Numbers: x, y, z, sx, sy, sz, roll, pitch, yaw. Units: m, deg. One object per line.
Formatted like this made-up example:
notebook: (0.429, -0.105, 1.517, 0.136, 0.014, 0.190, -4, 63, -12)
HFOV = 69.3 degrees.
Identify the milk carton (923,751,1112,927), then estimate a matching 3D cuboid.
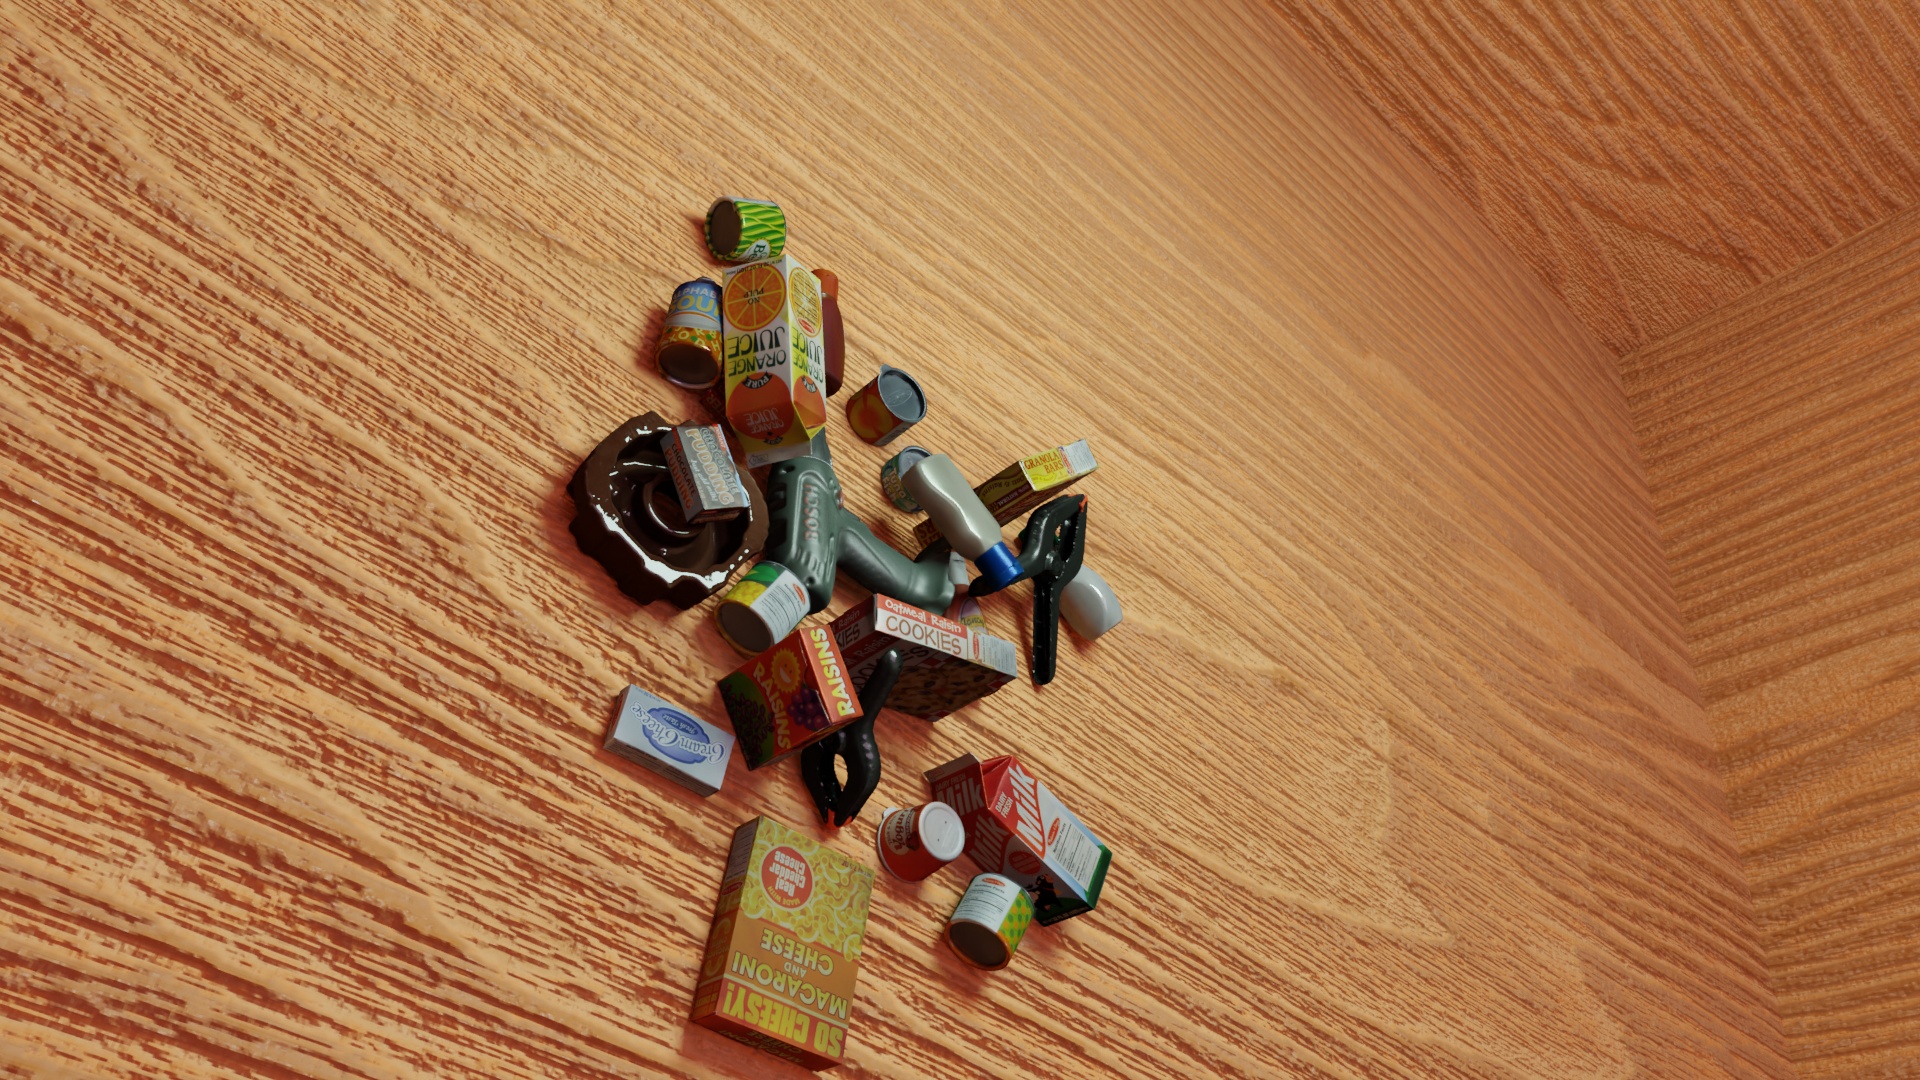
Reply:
milk carton: (0.051, 0.274, 1.322, 0.190, 0.072, 0.074, 46, 41, -15)

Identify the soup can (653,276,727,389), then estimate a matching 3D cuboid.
soup can: (-0.252, -0.198, 1.327, 0.071, 0.071, 0.084, 31, 46, -28)

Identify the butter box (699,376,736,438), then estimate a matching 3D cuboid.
butter box: (-0.210, -0.149, 1.374, 0.053, 0.024, 0.104, 49, 40, -12)

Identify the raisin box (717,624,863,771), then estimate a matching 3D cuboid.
raisin box: (-0.146, 0.133, 1.175, 0.040, 0.123, 0.086, -7, 70, -48)

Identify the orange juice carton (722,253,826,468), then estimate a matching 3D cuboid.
orange juice carton: (-0.175, -0.166, 1.319, 0.073, 0.072, 0.193, 30, 54, -65)

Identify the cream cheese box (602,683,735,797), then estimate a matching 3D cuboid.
cream cheese box: (-0.238, 0.165, 1.138, 0.103, 0.024, 0.054, 33, 47, -26)

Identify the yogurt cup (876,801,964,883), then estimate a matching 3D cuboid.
yogurt cup: (-0.033, 0.269, 1.253, 0.072, 0.053, 0.073, 25, 50, -33)

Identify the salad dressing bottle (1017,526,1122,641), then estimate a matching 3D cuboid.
salad dressing bottle: (0.122, 0.042, 1.559, 0.044, 0.064, 0.148, -26, 77, -49)

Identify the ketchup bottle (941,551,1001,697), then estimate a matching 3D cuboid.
ketchup bottle: (-0.001, 0.086, 1.416, 0.065, 0.043, 0.149, 14, 55, -45)

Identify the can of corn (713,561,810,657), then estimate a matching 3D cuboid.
can of corn: (-0.178, 0.062, 1.234, 0.071, 0.071, 0.058, 49, 46, -10)

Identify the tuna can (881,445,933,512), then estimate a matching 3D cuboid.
tuna can: (-0.051, -0.064, 1.473, 0.071, 0.032, 0.071, 25, 49, -33)

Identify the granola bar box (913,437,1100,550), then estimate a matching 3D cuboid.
granola bar box: (0.049, -0.044, 1.458, 0.125, 0.165, 0.039, -21, 82, -50)

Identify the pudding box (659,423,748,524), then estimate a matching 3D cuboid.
pudding box: (-0.223, -0.058, 1.209, 0.050, 0.030, 0.084, -6, 69, -46)

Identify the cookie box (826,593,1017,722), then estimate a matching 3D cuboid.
cookie box: (-0.050, 0.111, 1.287, 0.167, 0.122, 0.040, 23, 50, -34)

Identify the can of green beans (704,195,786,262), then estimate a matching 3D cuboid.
can of green beans: (-0.224, -0.322, 1.442, 0.058, 0.071, 0.071, -6, 70, -47)

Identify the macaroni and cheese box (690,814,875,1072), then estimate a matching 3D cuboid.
macaroni and cheese box: (-0.139, 0.324, 1.120, 0.123, 0.040, 0.167, 33, 45, -26)

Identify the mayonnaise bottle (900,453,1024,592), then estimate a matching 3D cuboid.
mayonnaise bottle: (0.005, -0.017, 1.378, 0.148, 0.041, 0.065, 53, 33, 8)

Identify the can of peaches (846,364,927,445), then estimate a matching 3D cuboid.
can of peaches: (-0.080, -0.143, 1.477, 0.071, 0.058, 0.071, 25, 50, -32)

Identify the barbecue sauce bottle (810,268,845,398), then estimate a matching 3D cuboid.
barbecue sauce bottle: (-0.151, -0.223, 1.469, 0.065, 0.043, 0.149, 27, 48, -32)

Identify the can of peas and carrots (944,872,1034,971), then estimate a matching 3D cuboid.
can of peas and carrots: (0.027, 0.347, 1.255, 0.071, 0.070, 0.059, 49, 41, -9)
